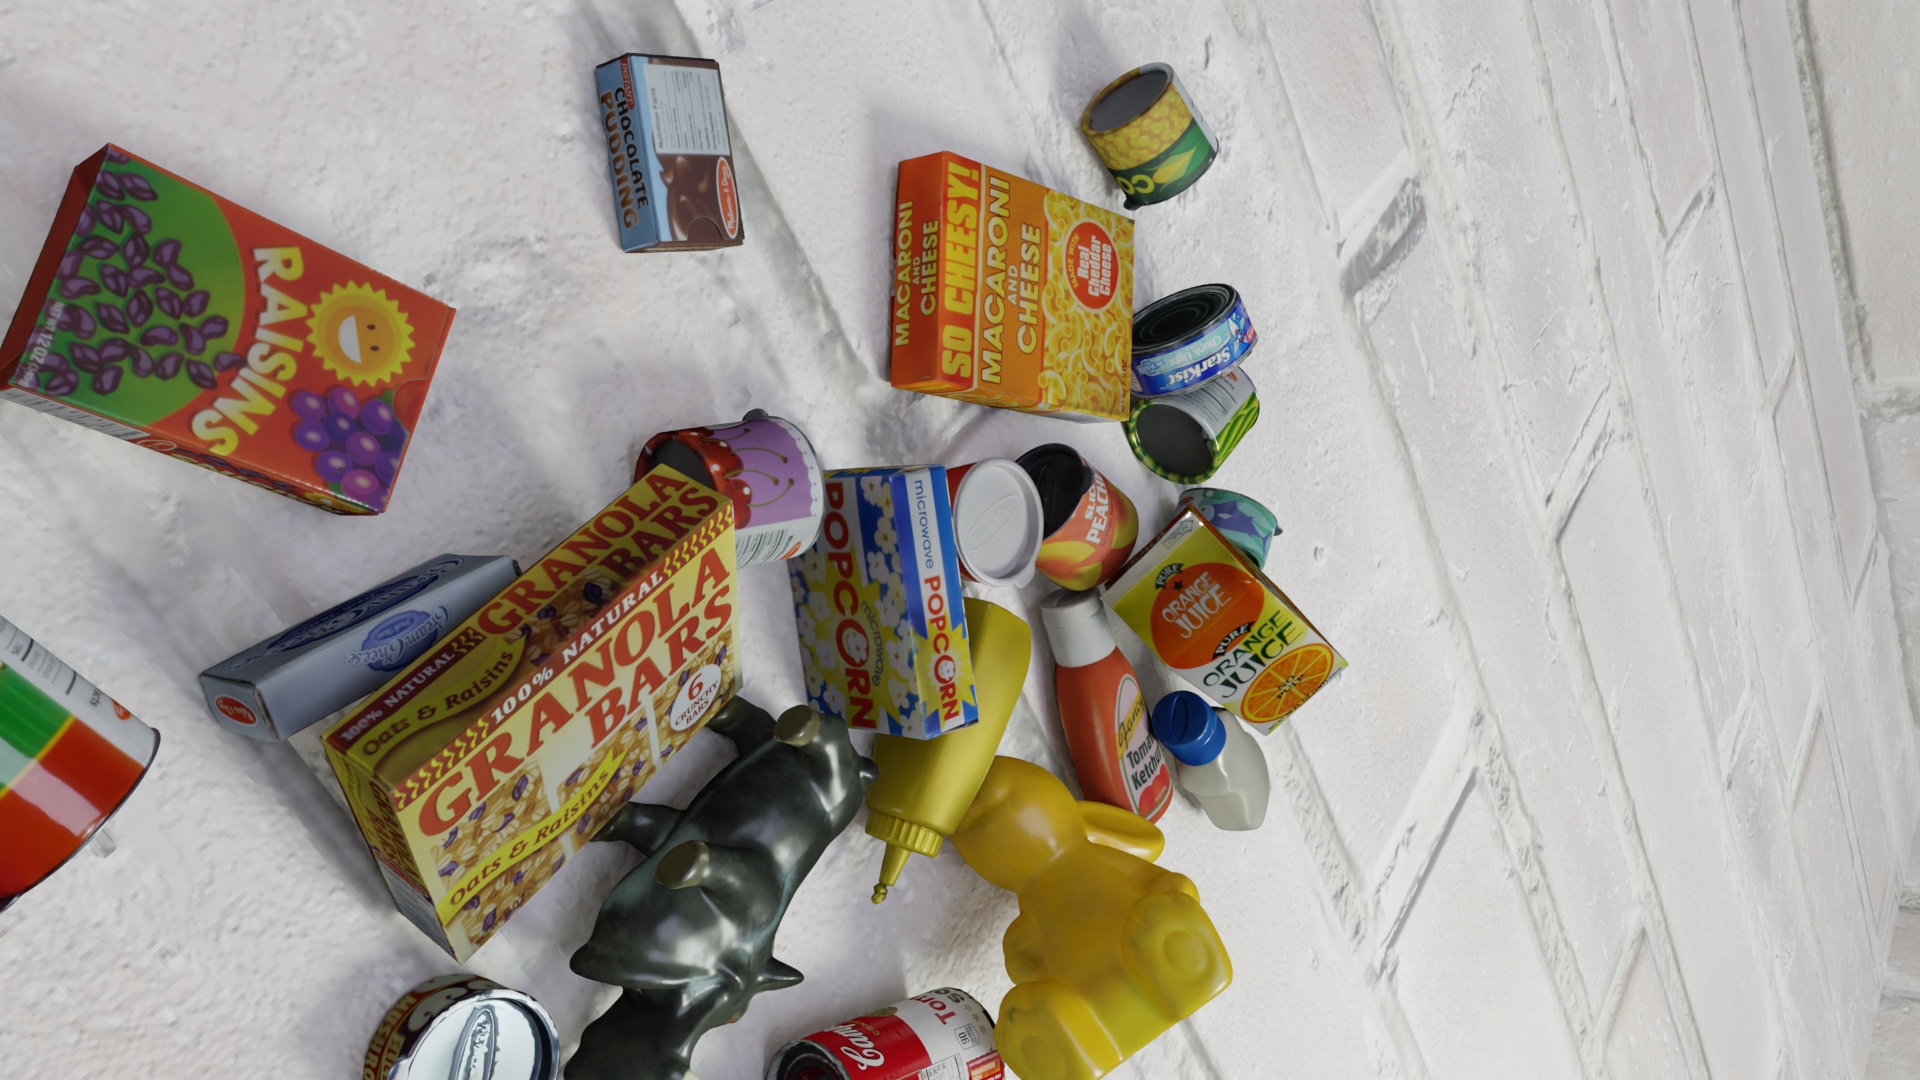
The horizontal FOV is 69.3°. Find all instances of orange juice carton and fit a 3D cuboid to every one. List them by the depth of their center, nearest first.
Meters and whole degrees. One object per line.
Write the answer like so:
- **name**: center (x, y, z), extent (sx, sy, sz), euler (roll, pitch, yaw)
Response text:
- **orange juice carton**: center (0.153, 0.044, 0.832), extent (0.071, 0.073, 0.192), euler (-44, 139, 10)

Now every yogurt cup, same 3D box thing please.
- **yogurt cup**: center (0.003, -0.009, 0.736), extent (0.072, 0.054, 0.072), euler (2, 88, -46)

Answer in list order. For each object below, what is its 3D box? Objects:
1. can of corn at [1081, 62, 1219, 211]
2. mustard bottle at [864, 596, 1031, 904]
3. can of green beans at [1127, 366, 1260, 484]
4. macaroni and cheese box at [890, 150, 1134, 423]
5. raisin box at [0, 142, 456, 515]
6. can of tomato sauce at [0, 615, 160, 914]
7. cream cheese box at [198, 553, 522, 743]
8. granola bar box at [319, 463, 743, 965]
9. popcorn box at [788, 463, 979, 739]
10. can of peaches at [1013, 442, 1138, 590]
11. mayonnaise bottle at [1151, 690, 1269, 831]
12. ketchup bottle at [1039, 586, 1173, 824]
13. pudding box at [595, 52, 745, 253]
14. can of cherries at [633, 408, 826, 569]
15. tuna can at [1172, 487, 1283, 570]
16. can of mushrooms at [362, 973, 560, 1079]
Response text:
- **can of corn**: center (0.114, -0.248, 0.853), extent (0.058, 0.071, 0.071), euler (47, 57, -34)
- **mustard bottle**: center (-0.014, 0.109, 0.711), extent (0.049, 0.065, 0.160), euler (31, 73, -36)
- **can of green beans**: center (0.147, -0.077, 0.881), extent (0.058, 0.071, 0.071), euler (-47, 121, -35)
- **macaroni and cheese box**: center (0.033, -0.136, 0.781), extent (0.167, 0.040, 0.123), euler (5, 85, -47)
- **raisin box**: center (-0.251, -0.068, 0.483), extent (0.123, 0.040, 0.086), euler (27, 69, -43)
- **can of tomato sauce**: center (-0.298, 0.059, 0.410), extent (0.083, 0.071, 0.071), euler (53, 54, -31)
- **cream cheese box**: center (-0.215, 0.036, 0.507), extent (0.104, 0.053, 0.024), euler (-33, 115, -42)
- **granola bar box**: center (-0.154, 0.064, 0.538), extent (0.166, 0.039, 0.123), euler (-46, 156, -37)
- **popcorn box**: center (-0.040, 0.028, 0.667), extent (0.038, 0.085, 0.126), euler (-14, 100, -45)
- **can of peaches**: center (0.061, -0.013, 0.785), extent (0.058, 0.071, 0.071), euler (38, 63, -40)
- **mayonnaise bottle**: center (0.159, 0.136, 0.878), extent (0.147, 0.041, 0.065), euler (47, 43, -53)
- **ketchup bottle**: center (0.084, 0.099, 0.825), extent (0.065, 0.043, 0.148), euler (-39, 116, -50)
- **pudding box**: center (-0.129, -0.171, 0.620), extent (0.050, 0.030, 0.083), euler (-15, 100, -47)
- **can of cherries**: center (-0.104, -0.022, 0.618), extent (0.058, 0.071, 0.071), euler (-14, 99, -45)
- **tuna can**: center (0.172, -0.004, 0.902), extent (0.071, 0.071, 0.033), euler (37, 65, -39)
- **can of mushrooms**: center (-0.195, 0.204, 0.537), extent (0.071, 0.033, 0.071), euler (0, 89, -46)
